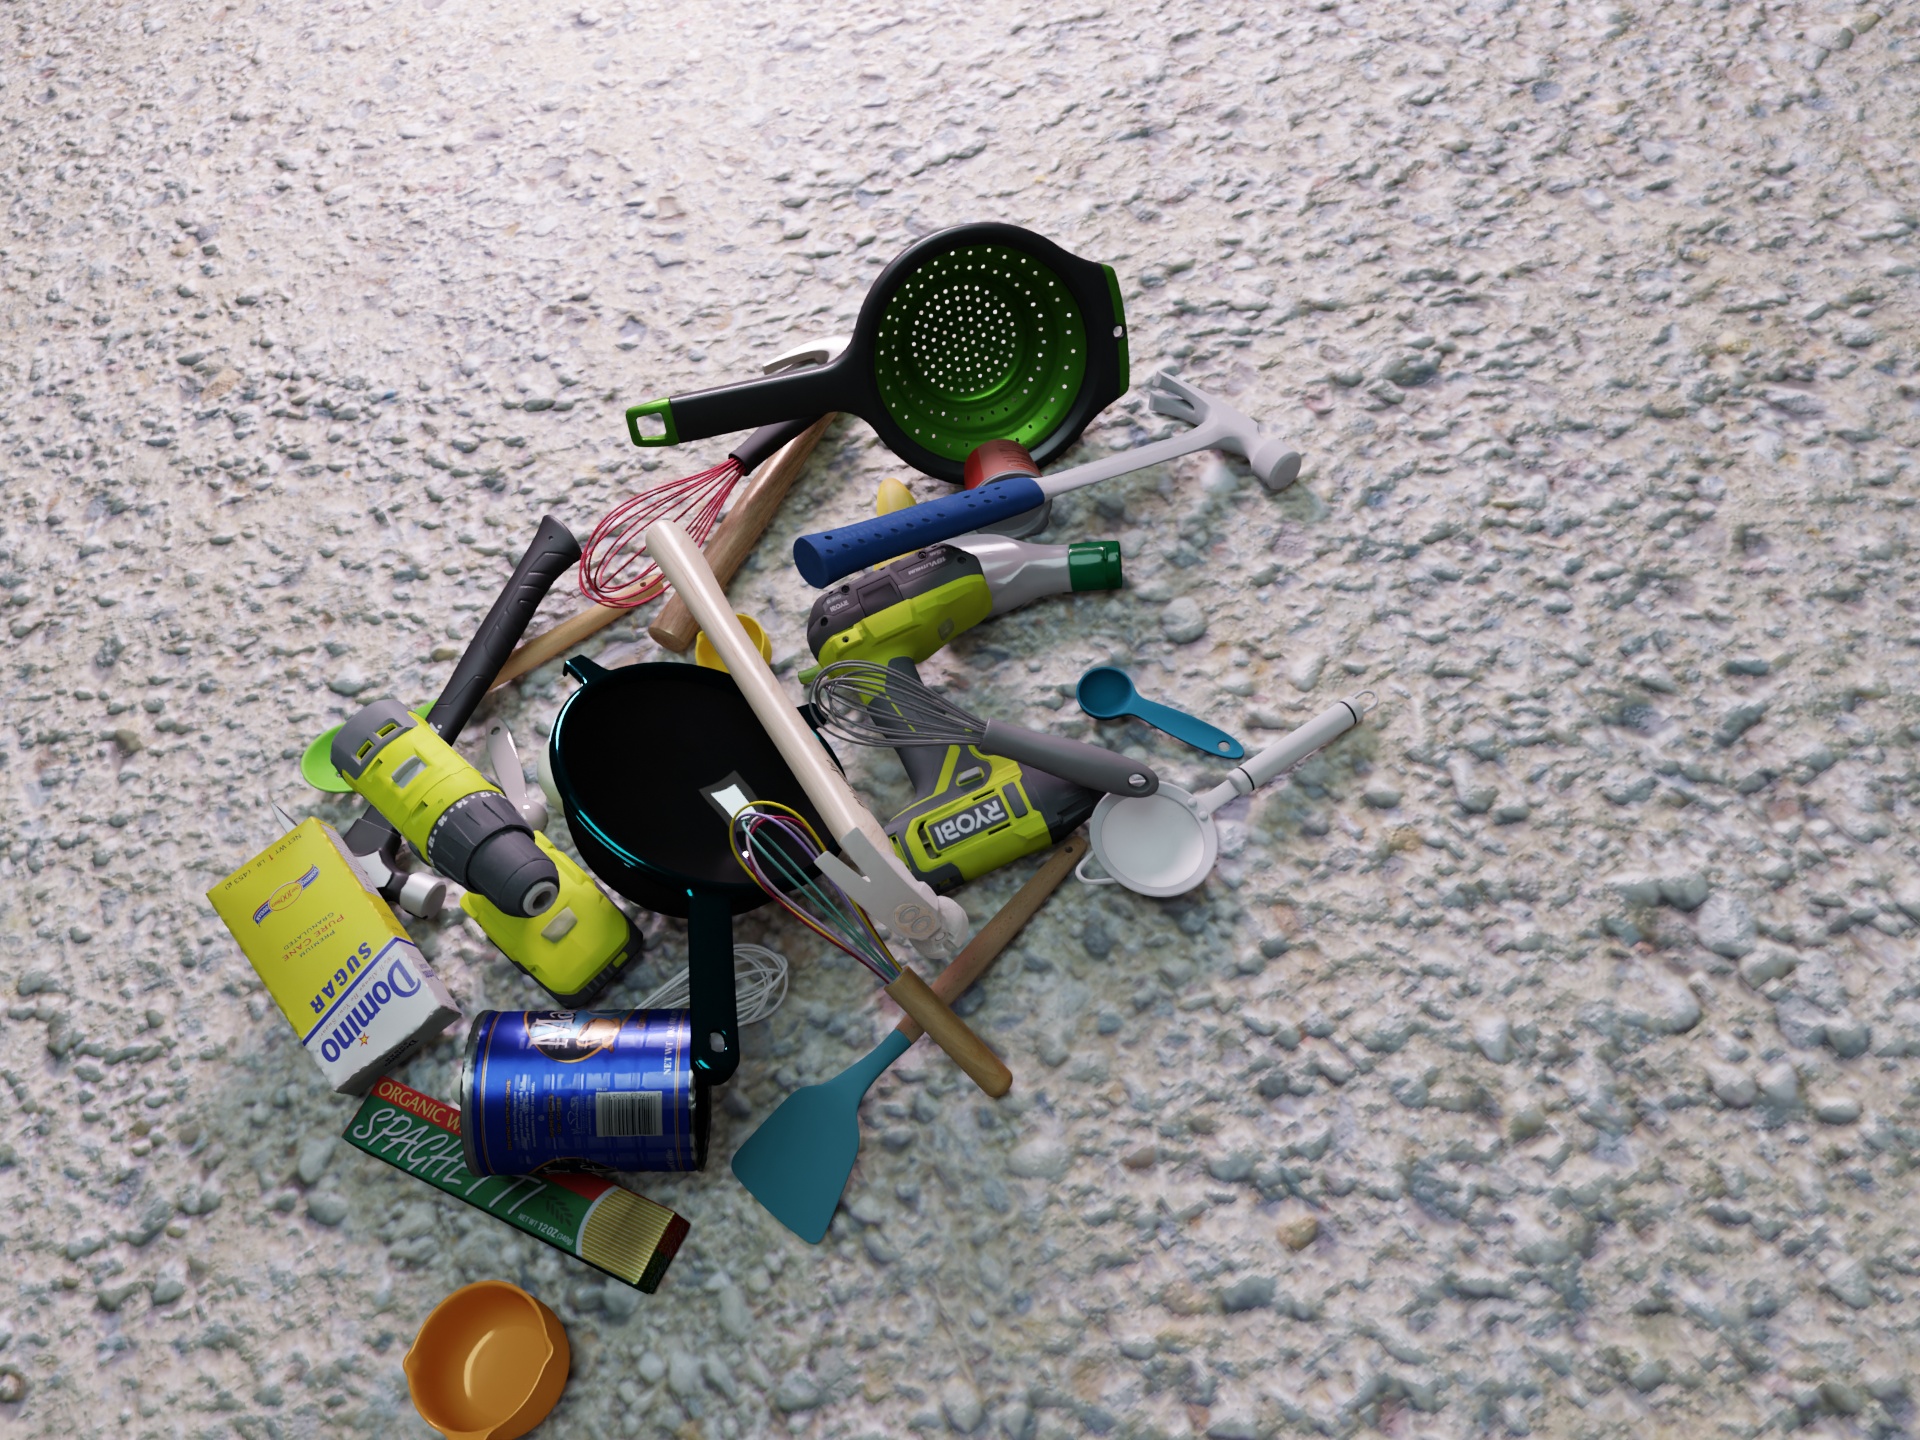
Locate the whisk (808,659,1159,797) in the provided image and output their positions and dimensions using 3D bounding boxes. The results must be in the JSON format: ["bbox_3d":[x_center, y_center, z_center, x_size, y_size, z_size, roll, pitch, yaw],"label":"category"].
[{"bbox_3d":[0.016,0.012,1.046,0.239,0.055,0.055,16,61,-3],"label":"whisk"}]

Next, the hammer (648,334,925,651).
[{"bbox_3d":[-0.160,-0.195,1.317,0.130,0.031,0.331,19,65,23],"label":"hammer"}]

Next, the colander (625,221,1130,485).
[{"bbox_3d":[-0.068,-0.281,1.271,0.397,0.204,0.095,-13,25,-5],"label":"colander"}]

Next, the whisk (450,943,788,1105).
[{"bbox_3d":[-0.230,0.209,1.072,0.246,0.057,0.059,-21,21,3],"label":"whisk"}]

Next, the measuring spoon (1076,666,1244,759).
[{"bbox_3d":[0.142,0.002,1.133,0.129,0.021,0.042,25,66,16],"label":"measuring spoon"}]

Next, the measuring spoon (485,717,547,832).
[{"bbox_3d":[-0.347,0.040,1.219,0.034,0.018,0.124,-27,55,-4],"label":"measuring spoon"}]

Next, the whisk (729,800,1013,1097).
[{"bbox_3d":[-0.053,0.144,0.996,0.047,0.051,0.245,-44,95,-11],"label":"whisk"}]

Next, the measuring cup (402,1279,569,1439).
[{"bbox_3d":[-0.279,0.425,0.939,0.095,0.052,0.174,-8,58,8],"label":"measuring cup"}]

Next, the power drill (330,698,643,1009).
[{"bbox_3d":[-0.296,0.100,1.041,0.191,0.228,0.080,35,71,29],"label":"power drill"}]

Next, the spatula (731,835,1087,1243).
[{"bbox_3d":[-0.020,0.192,1.044,0.082,0.044,0.317,33,66,29],"label":"spatula"}]

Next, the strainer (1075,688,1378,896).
[{"bbox_3d":[0.183,0.048,1.076,0.258,0.050,0.087,-31,66,-14],"label":"strainer"}]

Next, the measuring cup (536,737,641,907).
[{"bbox_3d":[-0.263,0.066,1.169,0.083,0.038,0.168,-27,54,-4],"label":"measuring cup"}]

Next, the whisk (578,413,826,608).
[{"bbox_3d":[-0.192,-0.193,1.273,0.073,0.073,0.296,31,64,28],"label":"whisk"}]

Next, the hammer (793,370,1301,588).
[{"bbox_3d":[0.058,-0.172,1.159,0.405,0.035,0.144,-21,49,-30],"label":"hammer"}]

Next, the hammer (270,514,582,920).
[{"bbox_3d":[-0.391,-0.020,1.229,0.146,0.035,0.335,21,68,10],"label":"hammer"}]

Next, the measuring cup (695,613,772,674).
[{"bbox_3d":[-0.194,-0.008,1.216,0.062,0.029,0.156,20,76,24],"label":"measuring cup"}]

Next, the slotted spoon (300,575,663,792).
[{"bbox_3d":[-0.375,-0.032,1.267,0.314,0.031,0.070,-32,59,-10],"label":"slotted spoon"}]

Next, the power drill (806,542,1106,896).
[{"bbox_3d":[-0.002,-0.004,1.116,0.171,0.080,0.223,-24,69,-2],"label":"power drill"}]

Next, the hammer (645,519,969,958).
[{"bbox_3d":[-0.131,-0.015,1.065,0.038,0.146,0.411,-40,52,2],"label":"hammer"}]

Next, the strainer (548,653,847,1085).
[{"bbox_3d":[-0.179,0.109,1.054,0.211,0.095,0.341,12,42,-22],"label":"strainer"}]
